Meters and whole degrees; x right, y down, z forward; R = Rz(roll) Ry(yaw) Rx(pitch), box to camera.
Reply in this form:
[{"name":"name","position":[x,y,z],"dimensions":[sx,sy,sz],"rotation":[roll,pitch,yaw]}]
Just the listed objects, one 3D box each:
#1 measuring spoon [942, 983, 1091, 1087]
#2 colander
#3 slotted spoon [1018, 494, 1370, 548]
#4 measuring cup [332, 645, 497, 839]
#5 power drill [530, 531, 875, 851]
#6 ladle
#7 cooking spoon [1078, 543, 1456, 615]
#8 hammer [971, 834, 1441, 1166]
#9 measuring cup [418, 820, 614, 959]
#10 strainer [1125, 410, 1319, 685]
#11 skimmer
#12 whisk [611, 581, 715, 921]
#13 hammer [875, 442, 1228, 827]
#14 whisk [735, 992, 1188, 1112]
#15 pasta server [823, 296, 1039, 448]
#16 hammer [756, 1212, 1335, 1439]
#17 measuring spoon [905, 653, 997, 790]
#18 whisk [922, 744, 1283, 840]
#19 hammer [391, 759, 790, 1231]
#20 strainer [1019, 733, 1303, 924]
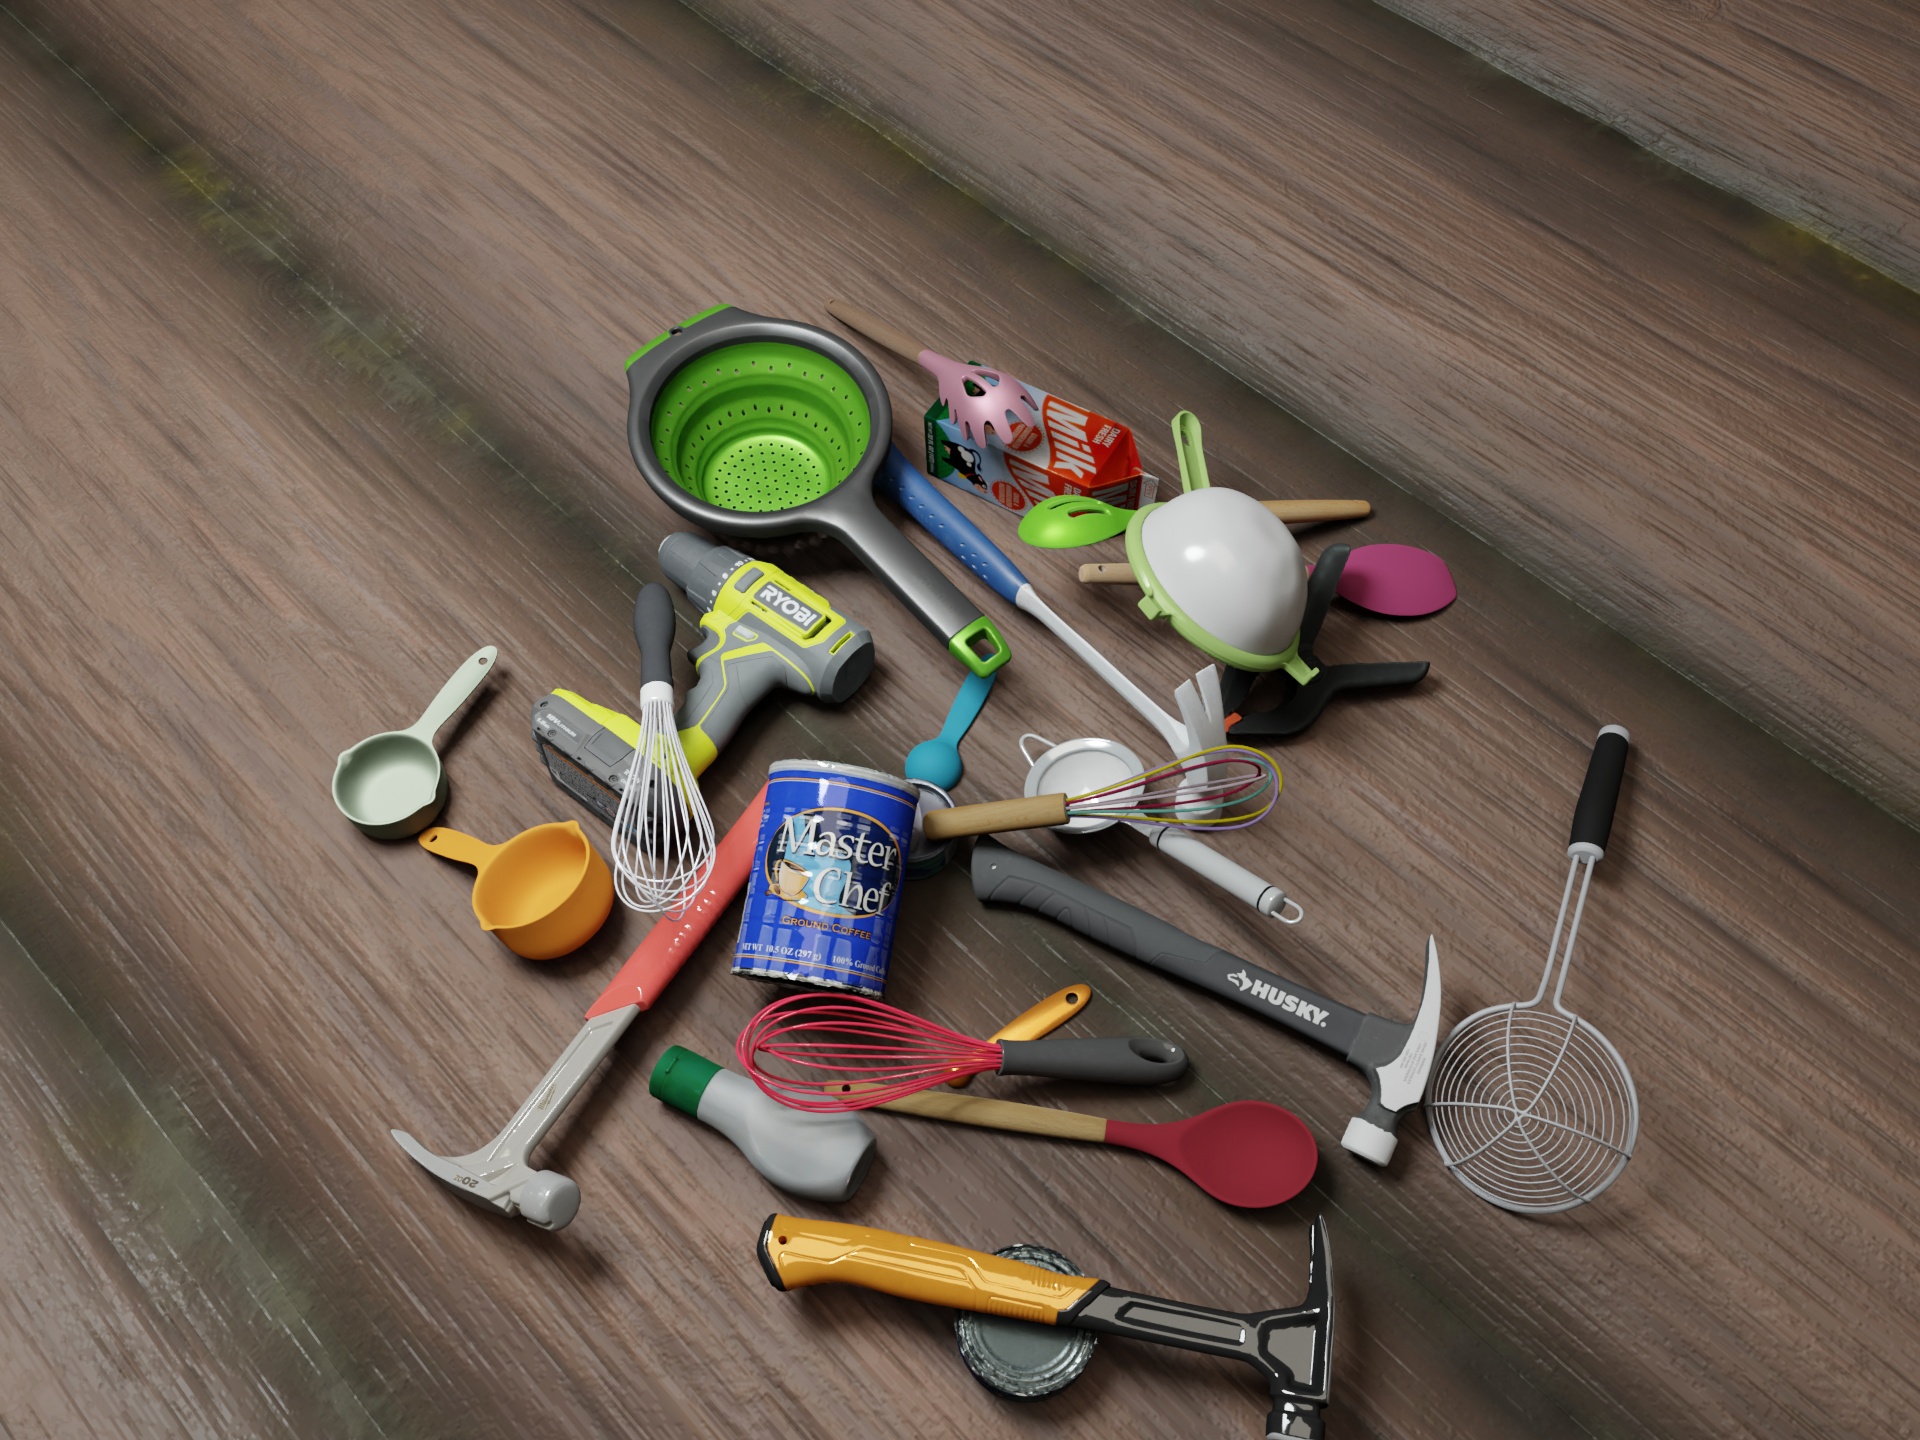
[{"name":"measuring spoon","position":[0.039,0.207,1.057],"dimensions":[0.117,0.011,0.021],"rotation":[-29,63,-16]},{"name":"colander","position":[-0.103,-0.157,1.237],"dimensions":[0.204,0.094,0.397],"rotation":[-36,69,-20]},{"name":"slotted spoon","position":[0.188,-0.158,1.216],"dimensions":[0.313,0.031,0.070],"rotation":[-6,31,-26]},{"name":"measuring cup","position":[-0.387,0.016,1.166],"dimensions":[0.083,0.038,0.168],"rotation":[23,60,14]},{"name":"power drill","position":[-0.202,-0.033,1.171],"dimensions":[0.191,0.080,0.228],"rotation":[33,62,19]},{"name":"ladle","position":[0.067,0.260,1.017],"dimensions":[0.315,0.031,0.069],"rotation":[7,56,7]},{"name":"cooking spoon","position":[0.238,-0.110,1.200],"dimensions":[0.318,0.017,0.069],"rotation":[-2,59,-19]},{"name":"hammer","position":[0.156,0.154,1.061],"dimensions":[0.335,0.035,0.146],"rotation":[24,80,18]},{"name":"measuring cup","position":[-0.312,0.112,1.105],"dimensions":[0.174,0.052,0.095],"rotation":[13,55,37]},{"name":"strainer","position":[0.191,-0.151,1.136],"dimensions":[0.151,0.069,0.257],"rotation":[21,44,-25]},{"name":"skimmer","position":[0.410,0.153,1.074],"dimensions":[0.127,0.090,0.363],"rotation":[8,46,28]},{"name":"whisk","position":[-0.202,0.011,1.065],"dimensions":[0.070,0.070,0.285],"rotation":[-8,50,-4]},{"name":"hammer","position":[0.055,-0.091,1.185],"dimensions":[0.035,0.144,0.406],"rotation":[-33,57,-19]},{"name":"whisk","position":[0.005,0.214,1.007],"dimensions":[0.295,0.073,0.073],"rotation":[4,58,-14]},{"name":"pasta server","position":[-0.037,-0.295,1.295],"dimensions":[0.060,0.040,0.317],"rotation":[-36,40,-10]},{"name":"hammer","position":[0.048,0.327,0.930],"dimensions":[0.337,0.034,0.127],"rotation":[9,60,6]},{"name":"measuring spoon","position":[-0.002,-0.004,1.180],"dimensions":[0.042,0.021,0.129],"rotation":[21,62,13]},{"name":"whisk","position":[0.092,0.052,1.064],"dimensions":[0.245,0.047,0.051],"rotation":[-9,46,15]},{"name":"hammer","position":[-0.213,0.163,1.060],"dimensions":[0.149,0.036,0.359],"rotation":[10,50,35]},{"name":"strainer","position":[0.132,0.077,1.082],"dimensions":[0.087,0.050,0.259],"rotation":[-40,44,-19]}]
